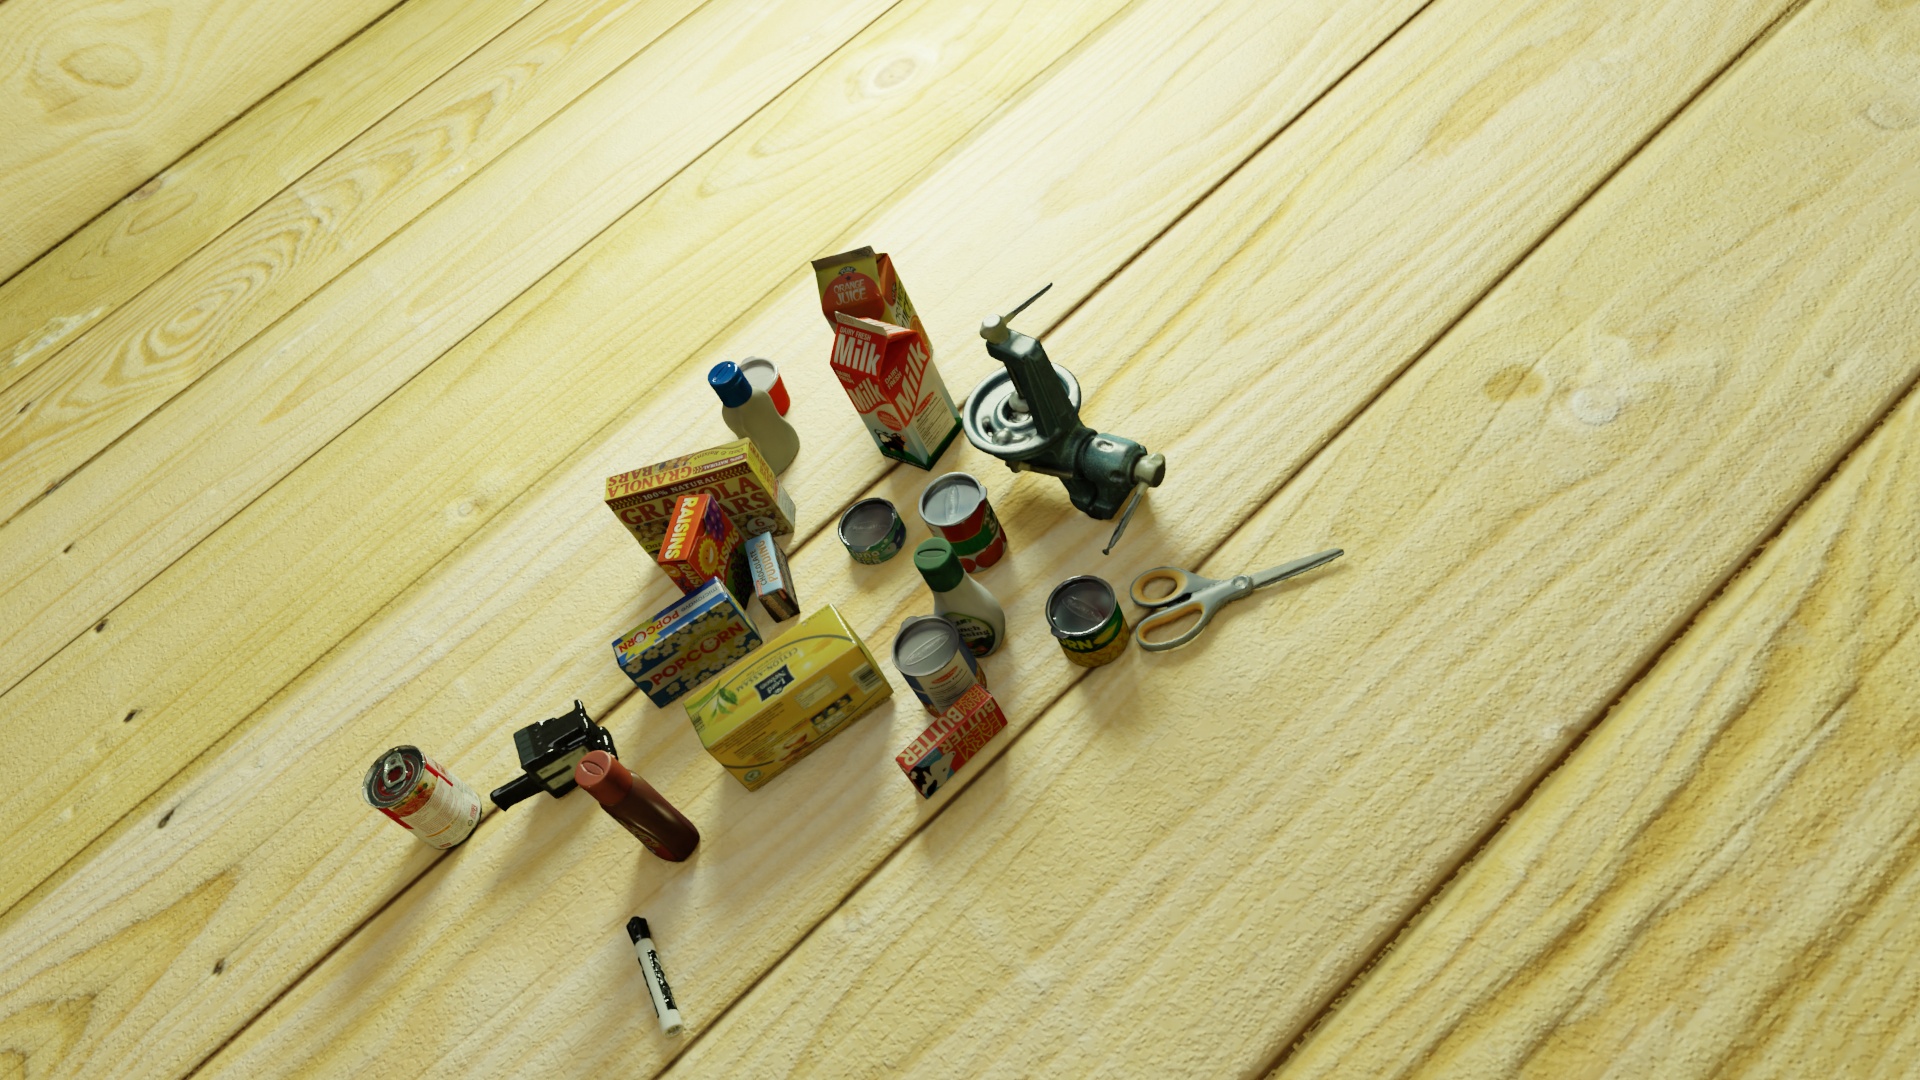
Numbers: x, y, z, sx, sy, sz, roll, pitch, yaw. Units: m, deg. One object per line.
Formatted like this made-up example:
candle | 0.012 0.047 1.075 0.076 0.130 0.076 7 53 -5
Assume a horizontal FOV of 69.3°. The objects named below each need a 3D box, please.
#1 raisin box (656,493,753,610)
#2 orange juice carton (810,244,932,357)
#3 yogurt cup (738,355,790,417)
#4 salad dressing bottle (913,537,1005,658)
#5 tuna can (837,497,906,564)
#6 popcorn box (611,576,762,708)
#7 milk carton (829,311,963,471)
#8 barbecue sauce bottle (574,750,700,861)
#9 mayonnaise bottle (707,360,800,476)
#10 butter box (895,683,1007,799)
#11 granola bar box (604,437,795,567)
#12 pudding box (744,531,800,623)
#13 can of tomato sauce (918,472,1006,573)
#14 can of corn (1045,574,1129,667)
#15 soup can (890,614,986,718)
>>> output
raisin box | -0.258 0.022 1.433 0.040 0.123 0.086 -4 53 21
orange juice carton | -0.096 -0.246 1.529 0.072 0.192 0.073 -10 51 16
yogurt cup | -0.234 -0.171 1.621 0.072 0.053 0.073 -12 50 14
salad dressing bottle | -0.002 0.053 1.284 0.064 0.147 0.044 -3 53 21
tuna can | -0.092 -0.007 1.446 0.071 0.032 0.071 -12 50 14
popcorn box | -0.274 0.103 1.401 0.127 0.085 0.038 -33 48 -4
milk carton | -0.071 -0.166 1.457 0.072 0.189 0.074 21 65 34
barbecue sauce bottle | -0.296 0.240 1.260 0.065 0.148 0.044 18 63 33
mayonnaise bottle | -0.229 -0.136 1.528 0.041 0.147 0.065 16 62 32
butter box | -0.007 0.180 1.250 0.104 0.053 0.024 -42 50 -12
granola bar box | -0.277 -0.038 1.487 0.165 0.123 0.039 -15 50 12
pudding box | -0.196 0.038 1.443 0.030 0.049 0.084 -24 48 4
can of tomato sauce | 0.005 -0.017 1.380 0.071 0.082 0.071 -12 51 15
can of corn | 0.116 0.077 1.276 0.071 0.058 0.071 -12 50 14
soup can | -0.020 0.116 1.285 0.071 0.083 0.072 -12 51 15
